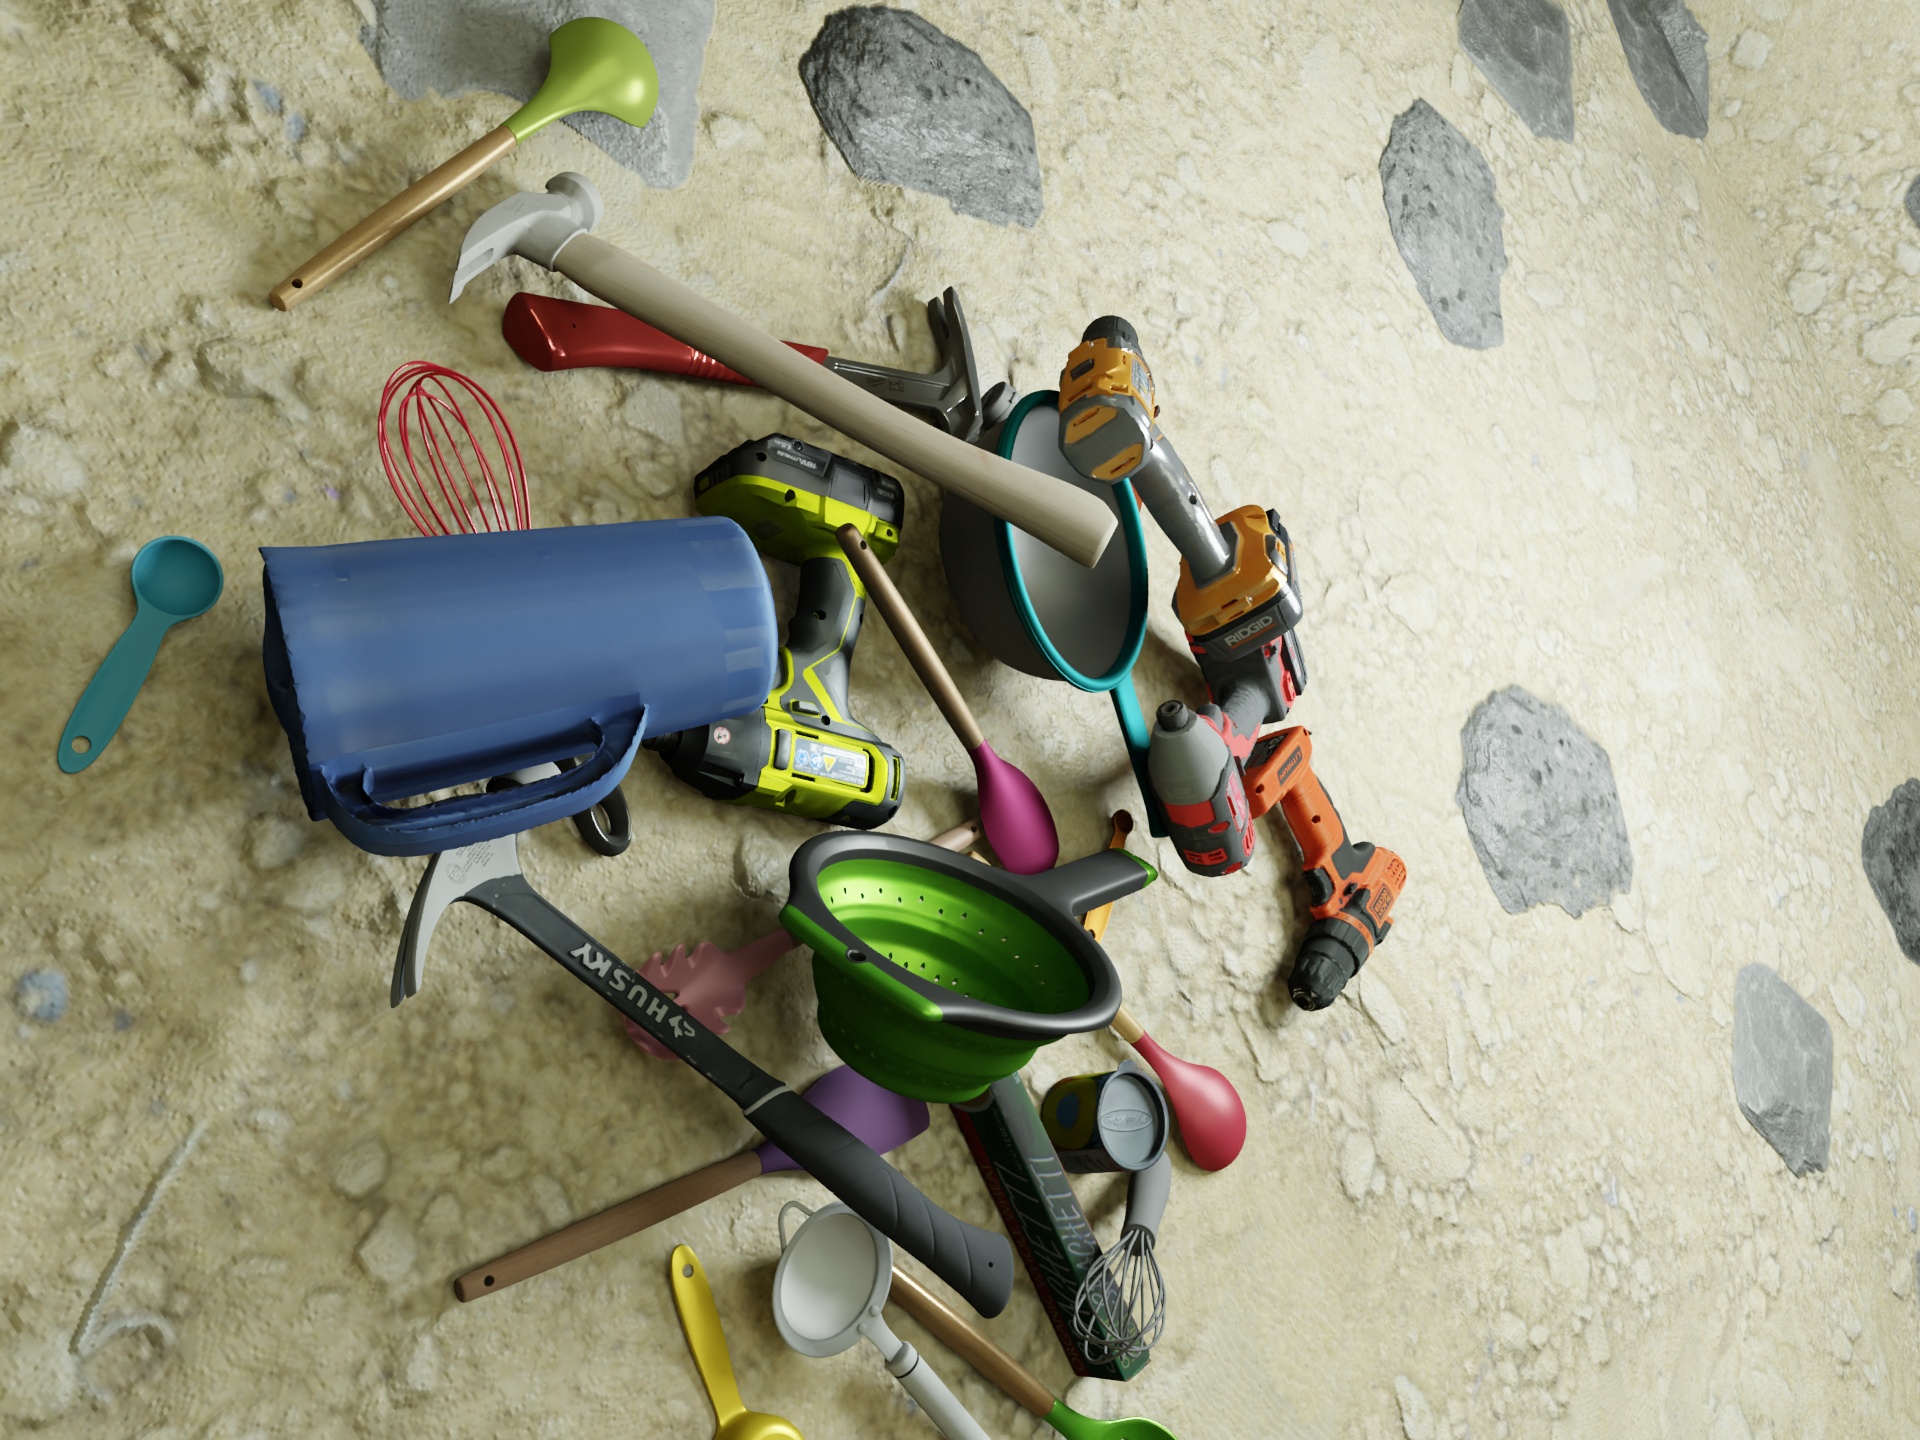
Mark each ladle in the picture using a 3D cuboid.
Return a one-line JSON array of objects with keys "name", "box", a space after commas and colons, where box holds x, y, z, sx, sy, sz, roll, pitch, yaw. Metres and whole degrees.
[{"name": "ladle", "box": [-0.294, -0.332, 0.959, 0.078, 0.062, 0.320, 45, 58, -12]}, {"name": "ladle", "box": [0.107, 0.203, 1.116, 0.315, 0.031, 0.069, 48, 50, -15]}]

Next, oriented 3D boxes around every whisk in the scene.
[{"name": "whisk", "box": [0.110, 0.329, 1.002, 0.055, 0.055, 0.239, 63, 17, -4]}, {"name": "whisk", "box": [-0.247, -0.060, 0.889, 0.073, 0.073, 0.296, -27, 100, -42]}]

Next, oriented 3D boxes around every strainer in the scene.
[{"name": "strainer", "box": [-0.041, 0.367, 0.925, 0.087, 0.050, 0.258, -47, 113, -32]}, {"name": "strainer", "box": [0.067, -0.062, 1.138, 0.211, 0.095, 0.340, -47, 123, -52]}]

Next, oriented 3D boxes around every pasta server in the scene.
[{"name": "pasta server", "box": [-0.084, 0.121, 0.974, 0.316, 0.040, 0.060, -27, 86, -43]}]

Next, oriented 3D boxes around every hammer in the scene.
[{"name": "hammer", "box": [-0.130, -0.248, 1.063, 0.359, 0.037, 0.149, 1, 75, -40]}, {"name": "hammer", "box": [-0.120, 0.196, 0.855, 0.408, 0.036, 0.149, 43, 46, -16]}, {"name": "hammer", "box": [-0.096, -0.196, 0.946, 0.410, 0.038, 0.146, 28, 39, -2]}]

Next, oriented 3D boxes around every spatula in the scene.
[{"name": "spatula", "box": [-0.137, 0.256, 0.896, 0.316, 0.018, 0.060, -13, 83, -43]}]

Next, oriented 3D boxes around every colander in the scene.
[{"name": "colander", "box": [0.023, 0.148, 0.989, 0.397, 0.205, 0.094, -7, 125, -61]}]

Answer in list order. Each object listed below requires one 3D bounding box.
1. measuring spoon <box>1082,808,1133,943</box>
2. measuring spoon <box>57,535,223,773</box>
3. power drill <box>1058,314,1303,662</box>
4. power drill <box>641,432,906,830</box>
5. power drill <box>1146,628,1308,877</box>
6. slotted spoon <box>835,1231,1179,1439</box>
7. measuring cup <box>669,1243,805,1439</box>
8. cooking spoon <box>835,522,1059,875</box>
[{"name": "measuring spoon", "box": [0.104, 0.117, 1.155, 0.021, 0.011, 0.117, 35, 59, -28]}, {"name": "measuring spoon", "box": [-0.404, -0.031, 0.775, 0.042, 0.021, 0.129, 32, 66, -29]}, {"name": "power drill", "box": [0.147, -0.173, 1.112, 0.226, 0.084, 0.185, 48, 27, -24]}, {"name": "power drill", "box": [-0.110, -0.055, 0.988, 0.171, 0.080, 0.223, 16, 69, -37]}, {"name": "power drill", "box": [0.192, -0.006, 1.179, 0.143, 0.078, 0.220, 65, 34, -33]}, {"name": "slotted spoon", "box": [0.036, 0.408, 0.985, 0.313, 0.031, 0.070, 44, 52, -18]}, {"name": "measuring cup", "box": [-0.123, 0.360, 0.863, 0.062, 0.029, 0.156, -18, 89, -42]}, {"name": "cooking spoon", "box": [-0.002, -0.003, 1.036, 0.318, 0.017, 0.069, 58, 45, -35]}]
